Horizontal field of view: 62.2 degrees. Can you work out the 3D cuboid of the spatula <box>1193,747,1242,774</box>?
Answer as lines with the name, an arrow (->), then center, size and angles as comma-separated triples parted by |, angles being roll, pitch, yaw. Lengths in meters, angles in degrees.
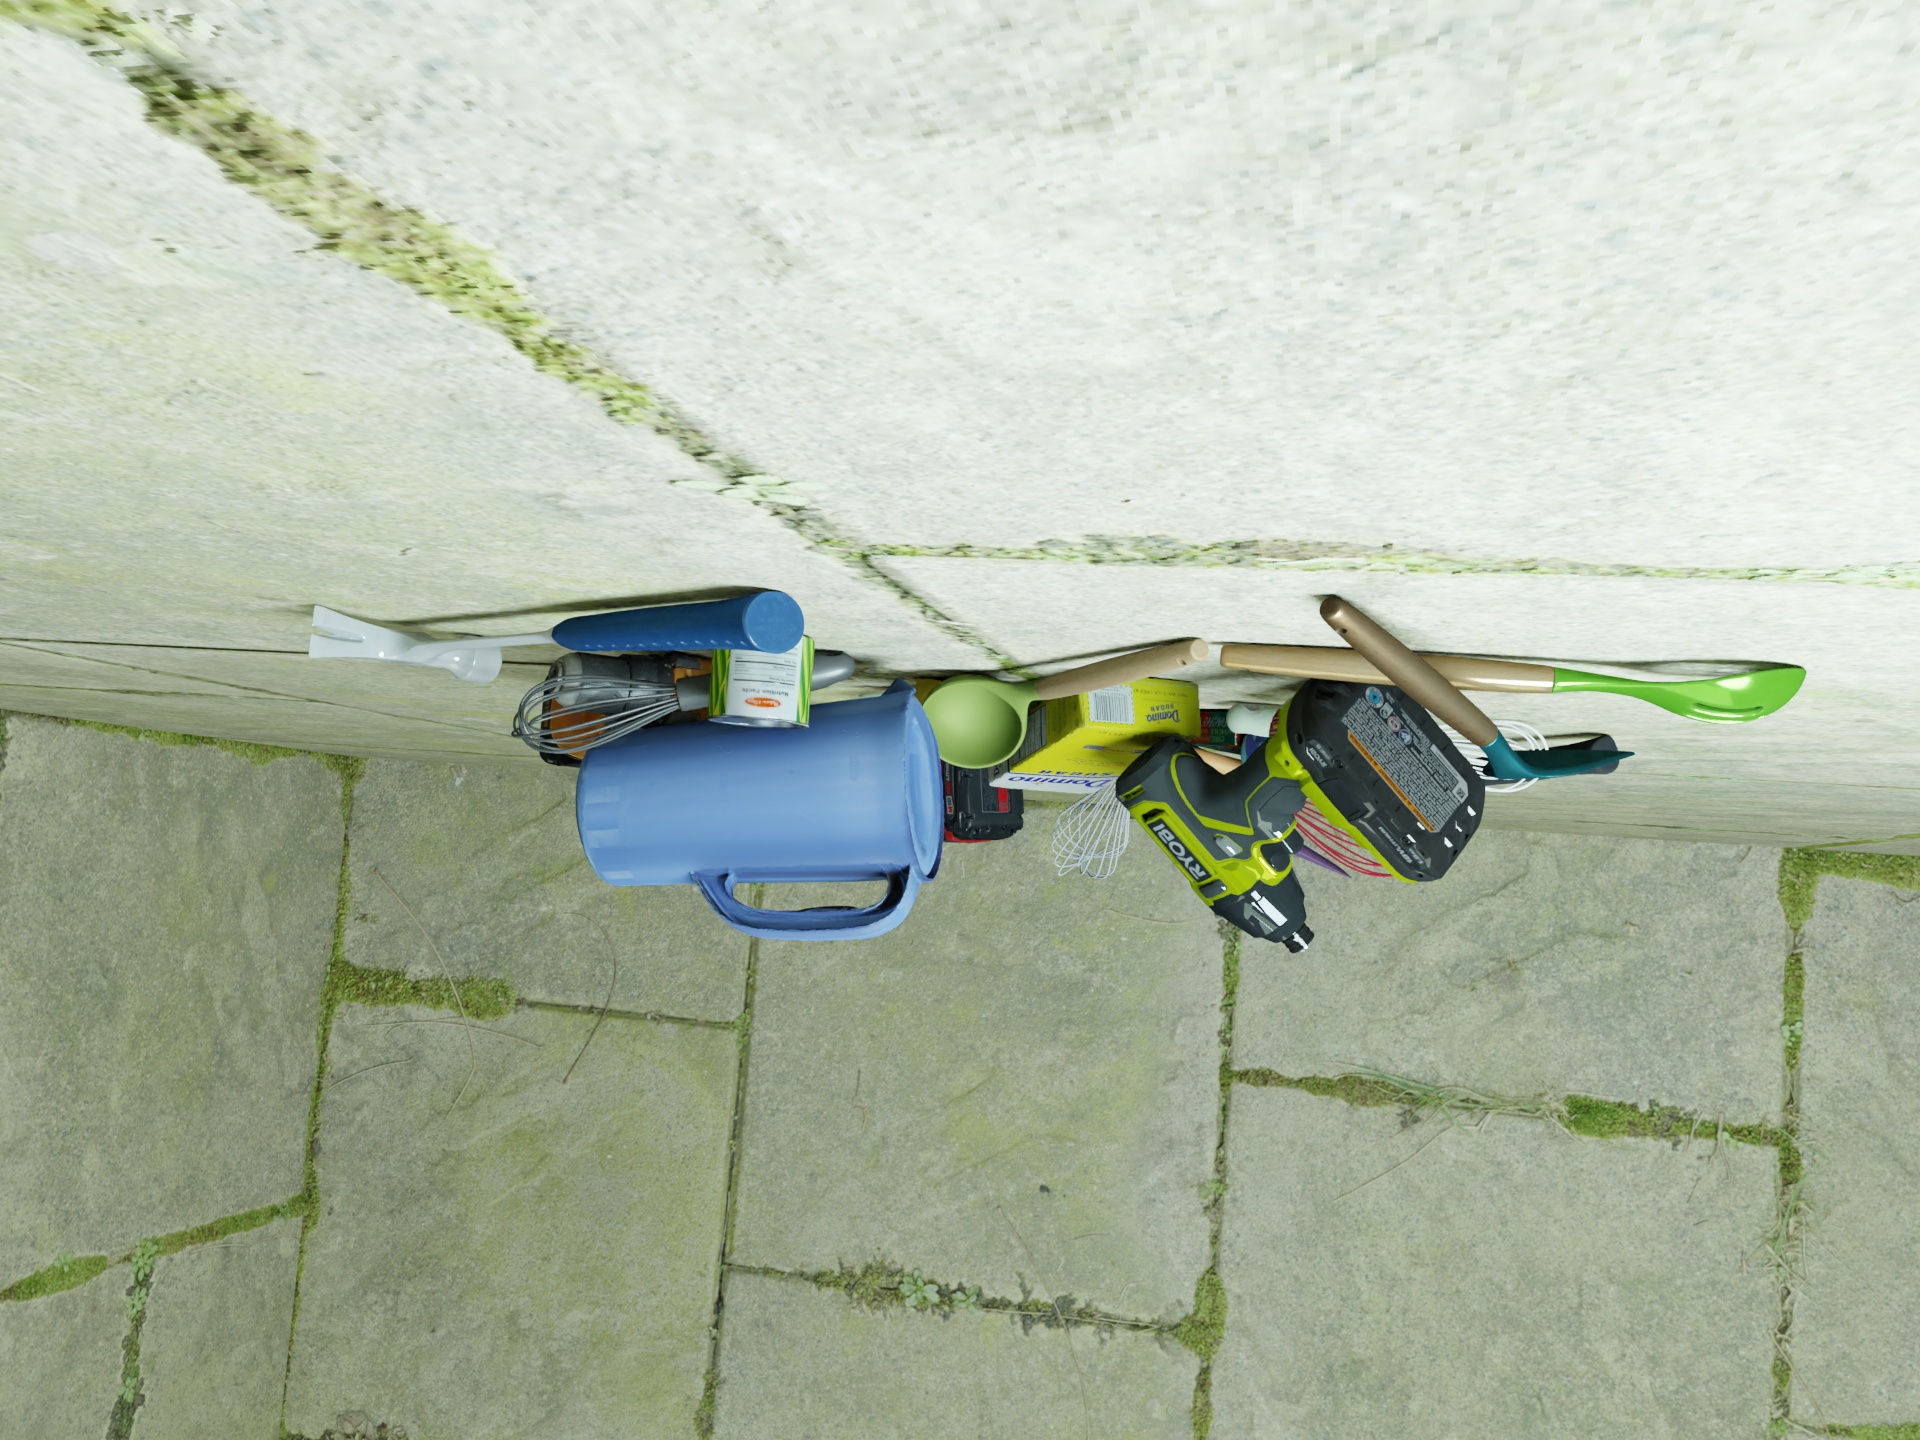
spatula -> 0.104, 0.020, 1.328 | 0.322, 0.041, 0.081 | 13, 176, 7

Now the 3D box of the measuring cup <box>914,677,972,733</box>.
measuring cup -> -0.037, 0.006, 1.258 | 0.062, 0.029, 0.156 | 33, 154, -18

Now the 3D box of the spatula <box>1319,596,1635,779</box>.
spatula -> 0.273, -0.011, 0.860 | 0.082, 0.044, 0.317 | 1, 162, 41

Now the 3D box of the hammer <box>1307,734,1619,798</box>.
hammer -> 0.420, 0.050, 1.416 | 0.149, 0.036, 0.409 | -15, 180, -24

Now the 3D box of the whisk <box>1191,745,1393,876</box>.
whisk -> 0.284, 0.066, 1.418 | 0.296, 0.073, 0.073 | 24, -174, 31

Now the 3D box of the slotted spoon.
slotted spoon -> 0.304, -0.024, 0.891 | 0.314, 0.031, 0.070 | 5, 170, 10

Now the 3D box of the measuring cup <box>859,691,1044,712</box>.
measuring cup -> -0.002, -0.004, 1.280 | 0.167, 0.038, 0.083 | 1, 174, 14

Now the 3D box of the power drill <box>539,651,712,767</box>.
power drill -> -0.256, -0.010, 1.231 | 0.185, 0.084, 0.226 | 8, 169, -34

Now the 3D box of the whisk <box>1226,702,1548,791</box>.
whisk -> 0.324, 0.015, 1.210 | 0.246, 0.059, 0.058 | 8, -158, 1

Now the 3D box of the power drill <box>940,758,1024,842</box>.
power drill -> -0.048, 0.054, 1.489 | 0.220, 0.143, 0.078 | -10, 171, 44

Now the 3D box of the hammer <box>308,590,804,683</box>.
hammer -> -0.252, -0.052, 0.981 | 0.406, 0.035, 0.144 | 0, 173, 43

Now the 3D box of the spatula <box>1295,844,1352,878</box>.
spatula -> 0.206, 0.066, 1.397 | 0.315, 0.018, 0.060 | 27, -174, -10

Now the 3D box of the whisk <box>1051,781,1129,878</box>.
whisk -> 0.127, 0.057, 1.299 | 0.070, 0.070, 0.284 | 5, 149, -8

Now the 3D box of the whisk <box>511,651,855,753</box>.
whisk -> -0.189, -0.017, 1.086 | 0.239, 0.055, 0.055 | -10, 175, -1

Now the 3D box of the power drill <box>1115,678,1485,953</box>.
power drill -> 0.216, 0.063, 1.016 | 0.080, 0.171, 0.223 | -43, -177, -32

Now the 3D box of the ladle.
ladle -> 0.063, -0.014, 1.046 | 0.078, 0.062, 0.320 | 37, 160, -17
